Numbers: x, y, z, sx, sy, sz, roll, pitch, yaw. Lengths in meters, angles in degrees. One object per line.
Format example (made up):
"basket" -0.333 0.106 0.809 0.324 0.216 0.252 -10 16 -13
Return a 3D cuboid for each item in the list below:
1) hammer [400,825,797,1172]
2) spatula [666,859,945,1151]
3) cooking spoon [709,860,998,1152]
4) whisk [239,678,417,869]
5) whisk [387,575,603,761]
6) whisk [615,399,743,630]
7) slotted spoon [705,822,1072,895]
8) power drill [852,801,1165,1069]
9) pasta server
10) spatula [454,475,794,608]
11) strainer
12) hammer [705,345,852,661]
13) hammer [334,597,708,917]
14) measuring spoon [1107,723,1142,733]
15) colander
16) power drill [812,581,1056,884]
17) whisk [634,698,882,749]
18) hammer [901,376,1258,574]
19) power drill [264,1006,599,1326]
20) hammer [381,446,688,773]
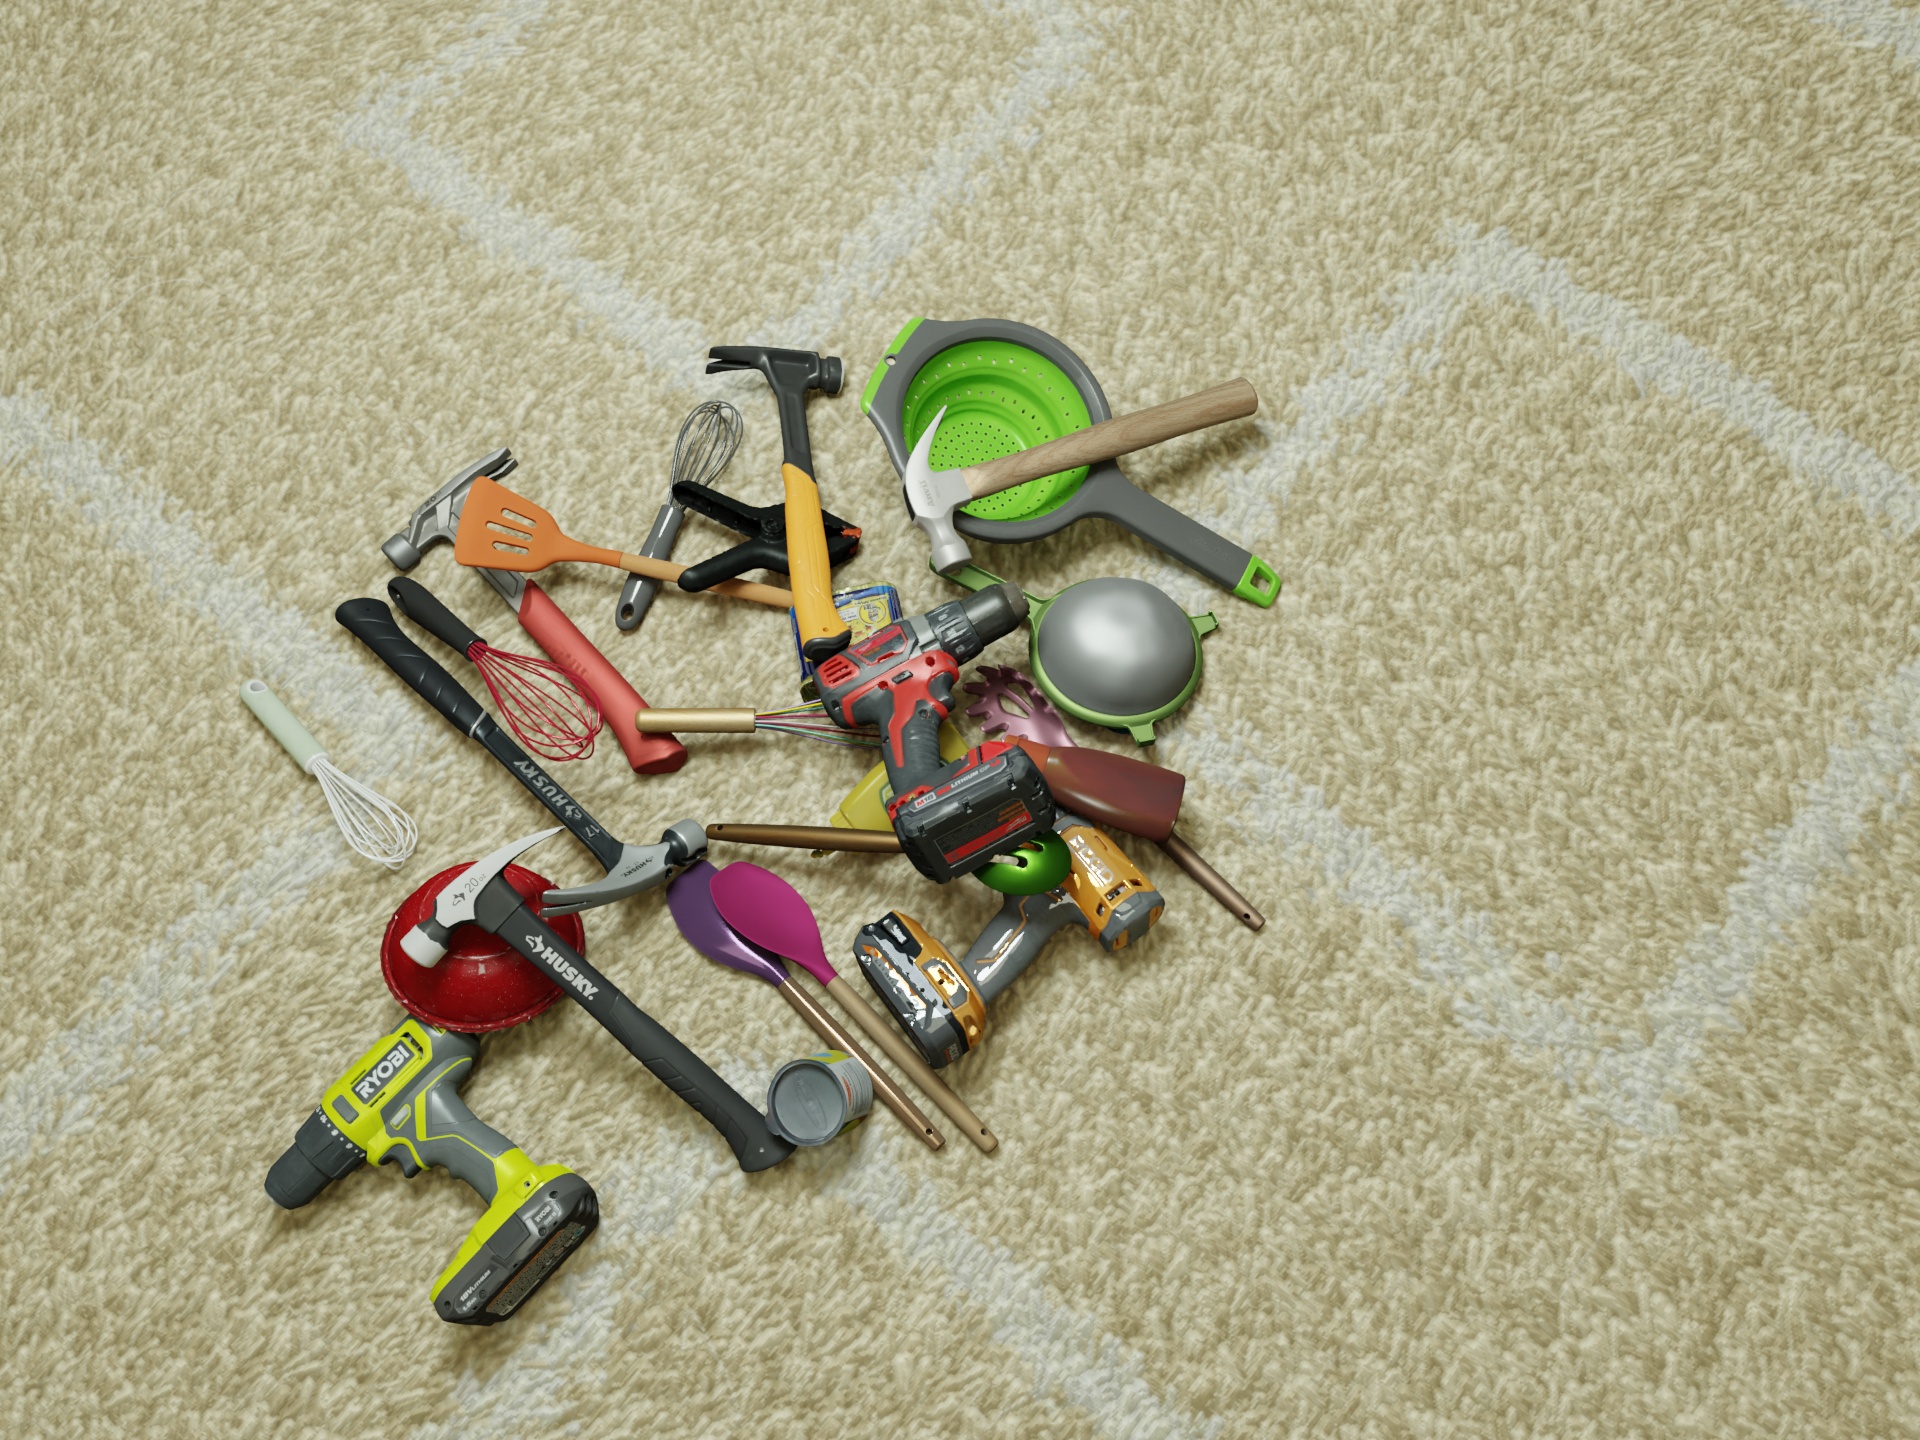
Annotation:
"hammer" -0.257 0.227 1.229 0.334 0.035 0.146 43 85 -4
"spatula" -0.127 0.232 1.287 0.060 0.018 0.316 -41 70 -19
"cooking spoon" -0.086 0.229 1.281 0.319 0.017 0.069 43 46 16
"whisk" -0.556 0.043 1.386 0.246 0.059 0.058 41 41 21
"whisk" -0.405 -0.052 1.369 0.296 0.073 0.073 34 75 29
"whisk" -0.259 -0.188 1.447 0.055 0.055 0.239 18 77 12
"slotted spoon" -0.065 0.098 1.268 0.314 0.031 0.070 2 52 21
"power drill" 0.023 0.146 1.276 0.226 0.084 0.185 -34 64 -12
"pasta server" 0.128 0.064 1.318 0.316 0.040 0.060 43 113 16
"spatula" -0.275 -0.136 1.396 0.322 0.041 0.081 13 81 -4
"strainer" 0.088 -0.097 1.346 0.256 0.069 0.151 27 62 10
"hammer" -0.147 -0.197 1.393 0.127 0.034 0.337 1 57 -19
"hammer" -0.405 0.018 1.362 0.409 0.036 0.149 38 45 22
"measuring spoon" 0.141 -0.043 1.372 0.042 0.021 0.129 7 61 0
"colander" 0.096 -0.200 1.405 0.397 0.094 0.204 30 71 -4
"power drill" -0.002 -0.004 1.250 0.188 0.080 0.227 -28 49 1
"whisk" -0.152 0.004 1.350 0.245 0.047 0.051 0 59 -3
"hammer" 0.104 -0.234 1.349 0.331 0.031 0.130 -21 81 -17
"power drill" -0.413 0.356 1.236 0.229 0.080 0.190 39 76 20
"hammer" -0.359 -0.089 1.421 0.149 0.036 0.359 -42 71 -11
